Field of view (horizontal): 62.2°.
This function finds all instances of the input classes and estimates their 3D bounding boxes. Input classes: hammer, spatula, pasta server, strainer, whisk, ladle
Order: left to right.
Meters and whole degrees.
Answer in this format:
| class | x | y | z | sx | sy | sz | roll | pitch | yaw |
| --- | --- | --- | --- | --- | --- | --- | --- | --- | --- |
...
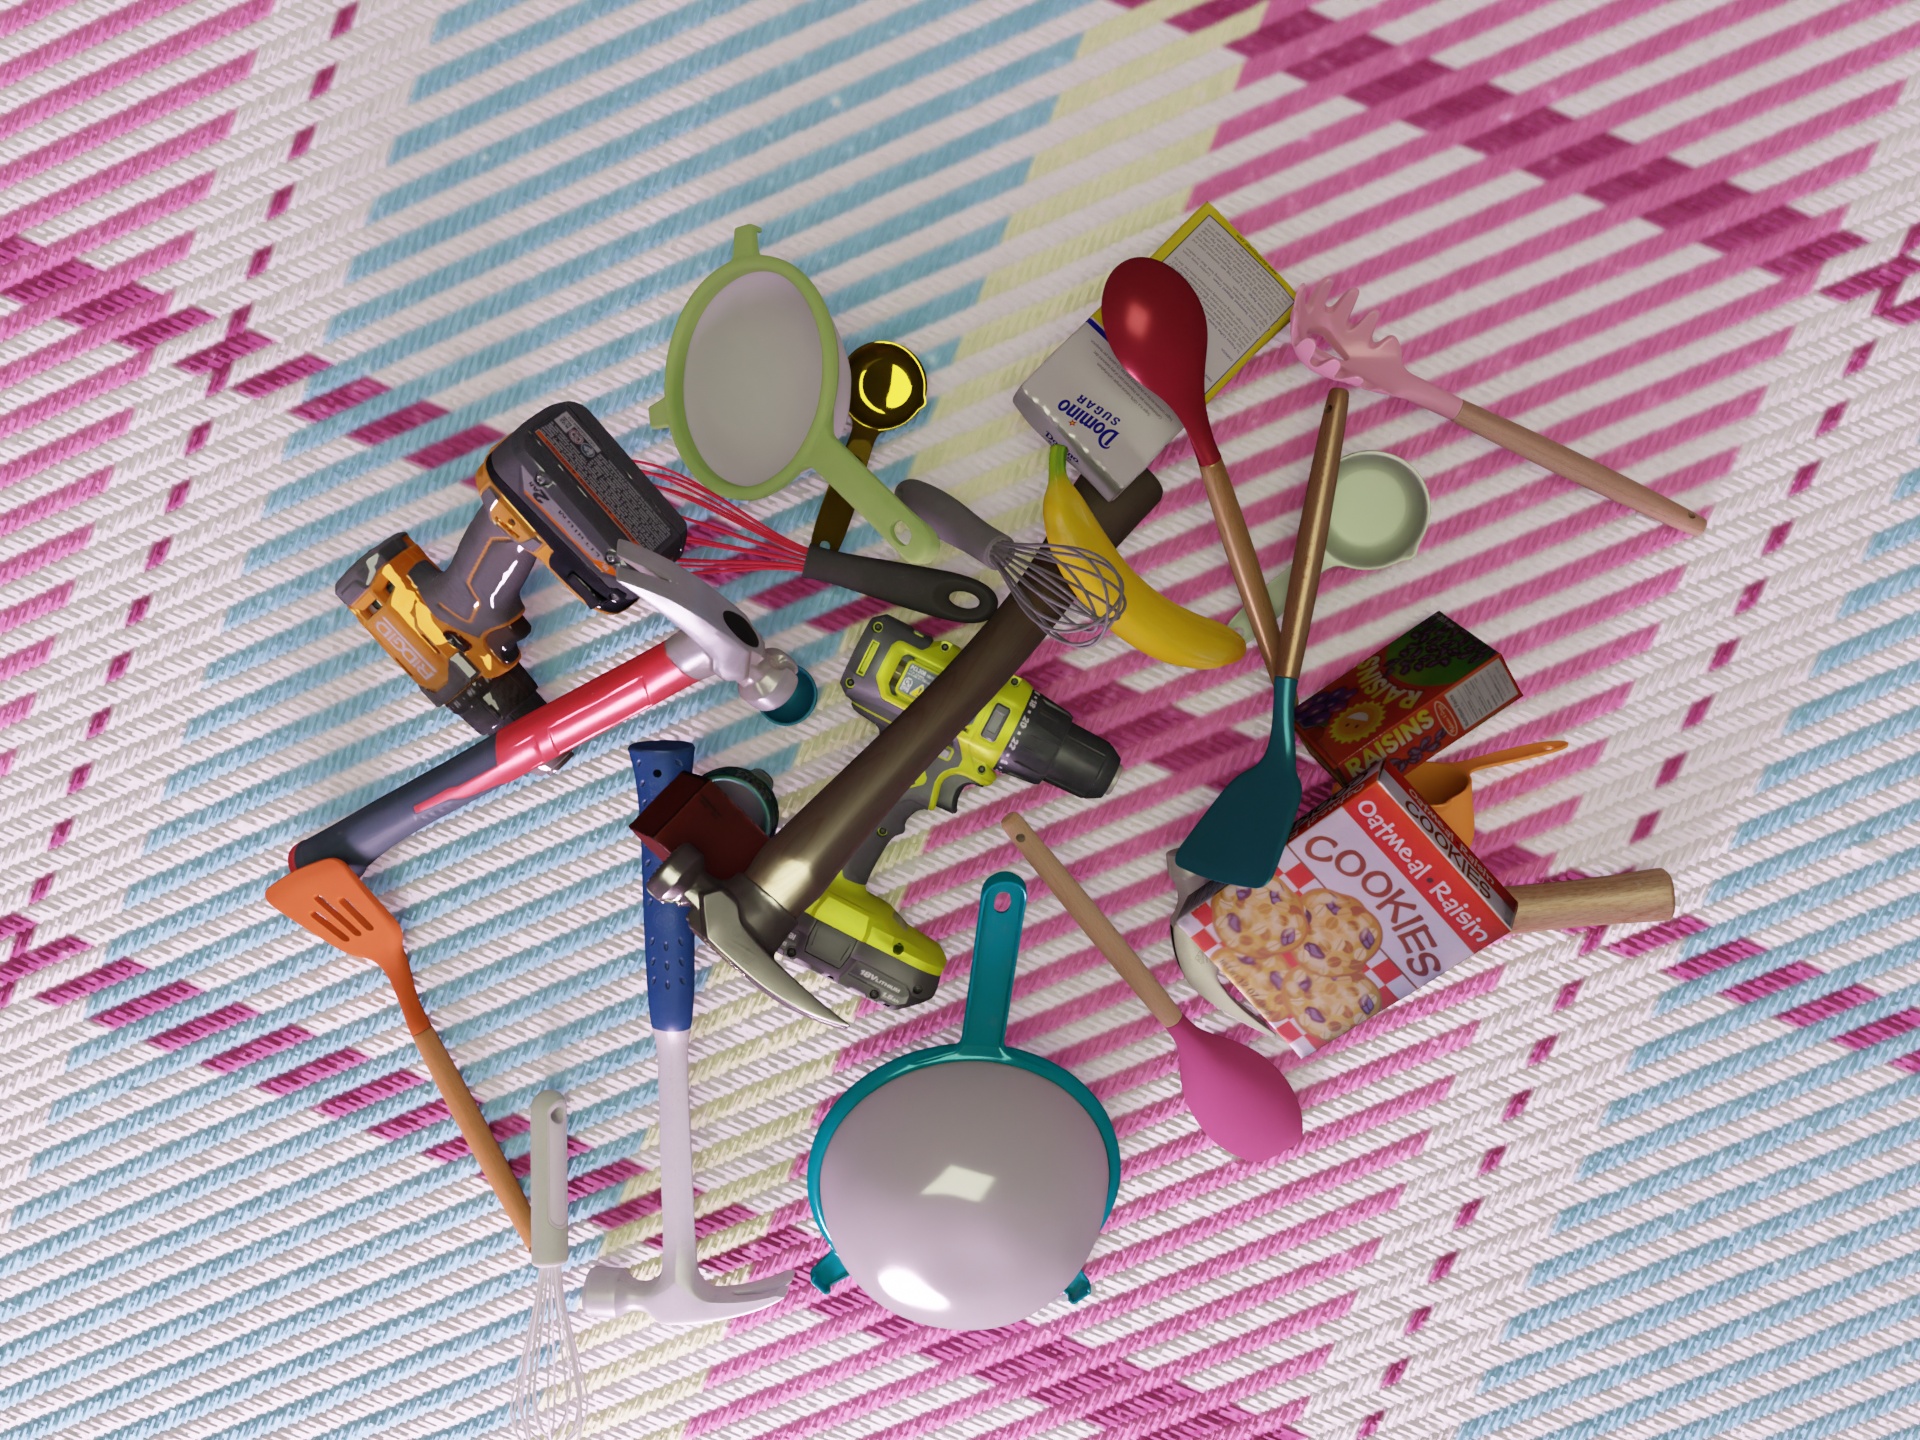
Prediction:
| class | x | y | z | sx | sy | sz | roll | pitch | yaw |
| --- | --- | --- | --- | --- | --- | --- | --- | --- | --- |
| spatula | -0.363 | 0.238 | 1.088 | 0.081 | 0.041 | 0.322 | -23 | 97 | 27 |
| hammer | -0.295 | 0.015 | 0.991 | 0.386 | 0.038 | 0.143 | -26 | 138 | 24 |
| whisk | -0.279 | 0.377 | 1.083 | 0.059 | 0.057 | 0.246 | -6 | 83 | 32 |
| hammer | -0.186 | 0.215 | 1.061 | 0.144 | 0.035 | 0.405 | 1 | 101 | 6 |
| whisk | -0.119 | -0.110 | 1.036 | 0.296 | 0.073 | 0.073 | 14 | 96 | -3 |
| strainer | -0.082 | -0.180 | 0.987 | 0.257 | 0.069 | 0.151 | 46 | 119 | 26 |
| hammer | -0.002 | -0.003 | 0.985 | 0.146 | 0.038 | 0.411 | 41 | 74 | 2 |
| strainer | 0.012 | 0.263 | 1.004 | 0.211 | 0.095 | 0.340 | 4 | 114 | -6 |
| whisk | 0.023 | -0.105 | 0.968 | 0.055 | 0.239 | 0.055 | -17 | 123 | -27 |
| ladle | 0.162 | -0.138 | 0.994 | 0.069 | 0.031 | 0.315 | -34 | 117 | -19 |
| spatula | 0.203 | -0.054 | 0.997 | 0.044 | 0.082 | 0.317 | 9 | 91 | -36 |
| hammer | 0.307 | 0.135 | 1.063 | 0.331 | 0.031 | 0.130 | -6 | 95 | 2 |
| pasta server | 0.344 | -0.190 | 1.012 | 0.316 | 0.040 | 0.060 | 24 | 64 | -8 |

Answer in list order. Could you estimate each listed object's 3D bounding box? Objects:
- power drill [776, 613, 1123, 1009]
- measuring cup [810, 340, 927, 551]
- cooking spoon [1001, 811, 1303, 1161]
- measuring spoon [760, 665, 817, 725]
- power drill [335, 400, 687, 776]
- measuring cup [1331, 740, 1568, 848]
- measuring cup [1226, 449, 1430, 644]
| class | x | y | z | sx | sy | sz | roll | pitch | yaw |
| --- | --- | --- | --- | --- | --- | --- | --- | --- | --- |
| power drill | -0.020 | 0.068 | 1.045 | 0.190 | 0.080 | 0.228 | 27 | 93 | -1 |
| measuring cup | -0.067 | -0.175 | 1.052 | 0.062 | 0.029 | 0.156 | 22 | 108 | 1 |
| cooking spoon | 0.125 | 0.179 | 1.046 | 0.069 | 0.017 | 0.318 | -34 | 107 | 15 |
| measuring spoon | -0.146 | -0.046 | 1.070 | 0.128 | 0.021 | 0.042 | 42 | 96 | 7 |
| power drill | -0.270 | -0.071 | 1.001 | 0.226 | 0.084 | 0.185 | -31 | 106 | 35 |
| measuring cup | 0.326 | 0.055 | 1.040 | 0.173 | 0.095 | 0.052 | -14 | 106 | -17 |
| measuring cup | 0.234 | -0.108 | 1.045 | 0.083 | 0.038 | 0.167 | 45 | 111 | 0 |
